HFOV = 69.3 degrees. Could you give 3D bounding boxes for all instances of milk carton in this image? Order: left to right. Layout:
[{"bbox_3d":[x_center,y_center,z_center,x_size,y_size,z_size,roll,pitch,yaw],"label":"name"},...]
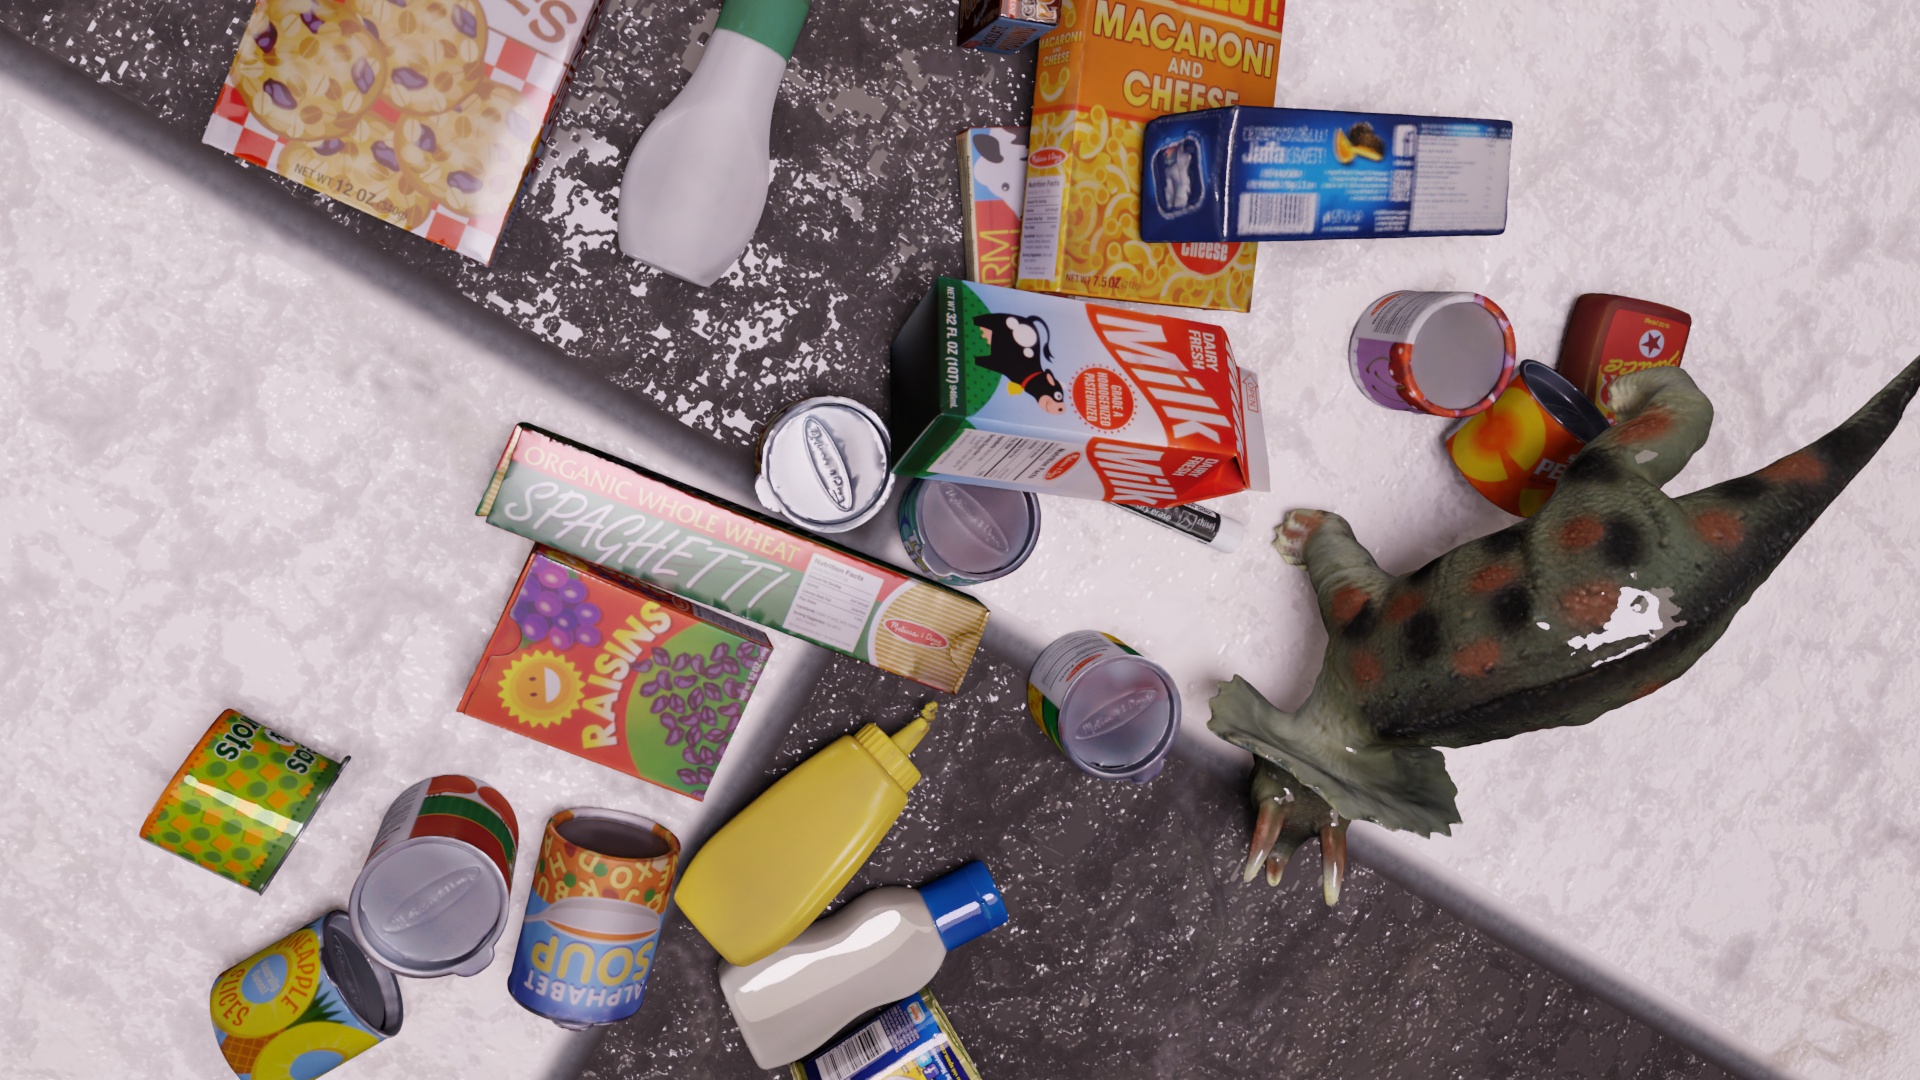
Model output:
[{"bbox_3d":[0.066,-0.066,0.675,0.191,0.073,0.072,7,67,-20],"label":"milk carton"}]

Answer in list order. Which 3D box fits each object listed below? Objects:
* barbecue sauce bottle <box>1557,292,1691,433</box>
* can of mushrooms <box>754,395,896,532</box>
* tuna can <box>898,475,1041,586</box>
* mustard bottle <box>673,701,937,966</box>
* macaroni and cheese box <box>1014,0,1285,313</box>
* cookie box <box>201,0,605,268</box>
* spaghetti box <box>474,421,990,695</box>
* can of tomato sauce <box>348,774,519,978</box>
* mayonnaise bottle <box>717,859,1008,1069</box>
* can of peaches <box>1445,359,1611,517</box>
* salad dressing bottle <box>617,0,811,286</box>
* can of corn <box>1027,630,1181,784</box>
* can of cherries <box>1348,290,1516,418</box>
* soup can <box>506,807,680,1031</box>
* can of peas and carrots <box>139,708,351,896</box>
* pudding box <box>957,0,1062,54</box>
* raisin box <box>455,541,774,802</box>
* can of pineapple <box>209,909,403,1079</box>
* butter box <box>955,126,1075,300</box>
[{"bbox_3d":[0.361,-0.061,0.782,0.065,0.044,0.148,10,97,-17],"label":"barbecue sauce bottle"},{"bbox_3d":[-0.069,-0.037,0.680,0.071,0.033,0.071,-2,96,-16],"label":"can of mushrooms"},{"bbox_3d":[0.002,-0.009,0.696,0.071,0.032,0.071,3,81,-19],"label":"tuna can"},{"bbox_3d":[-0.068,0.141,0.701,0.160,0.048,0.065,-42,78,-10],"label":"mustard bottle"},{"bbox_3d":[0.093,-0.200,0.676,0.124,0.040,0.166,0,99,-33],"label":"macaroni and cheese box"},{"bbox_3d":[-0.232,-0.222,0.605,0.123,0.040,0.167,23,93,-17],"label":"cookie box"},{"bbox_3d":[-0.106,0.010,0.683,0.250,0.029,0.050,22,93,-17],"label":"spaghetti box"},{"bbox_3d":[-0.240,0.155,0.646,0.071,0.083,0.071,-3,101,-14],"label":"can of tomato sauce"},{"bbox_3d":[-0.048,0.216,0.728,0.148,0.041,0.064,-24,101,-10],"label":"mayonnaise bottle"},{"bbox_3d":[0.307,-0.052,0.747,0.071,0.071,0.057,27,128,-17],"label":"can of peaches"},{"bbox_3d":[-0.110,-0.193,0.641,0.064,0.044,0.147,22,93,-15],"label":"salad dressing bottle"},{"bbox_3d":[0.075,0.087,0.727,0.071,0.058,0.071,-3,100,-14],"label":"can of corn"},{"bbox_3d":[0.252,-0.098,0.740,0.071,0.058,0.071,-2,100,-13],"label":"can of cherries"},{"bbox_3d":[-0.177,0.182,0.673,0.071,0.071,0.083,13,96,-16],"label":"soup can"},{"bbox_3d":[-0.322,0.116,0.628,0.058,0.071,0.071,33,91,-17],"label":"can of peas and carrots"},{"bbox_3d":[0.023,-0.257,0.641,0.030,0.084,0.049,3,100,-14],"label":"pudding box"},{"bbox_3d":[-0.165,0.063,0.673,0.123,0.040,0.086,25,94,-16],"label":"raisin box"},{"bbox_3d":[-0.305,0.215,0.648,0.058,0.071,0.071,-29,105,-7],"label":"can of pineapple"},{"bbox_3d":[0.029,-0.153,0.692,0.053,0.024,0.103,-6,101,-13],"label":"butter box"}]
